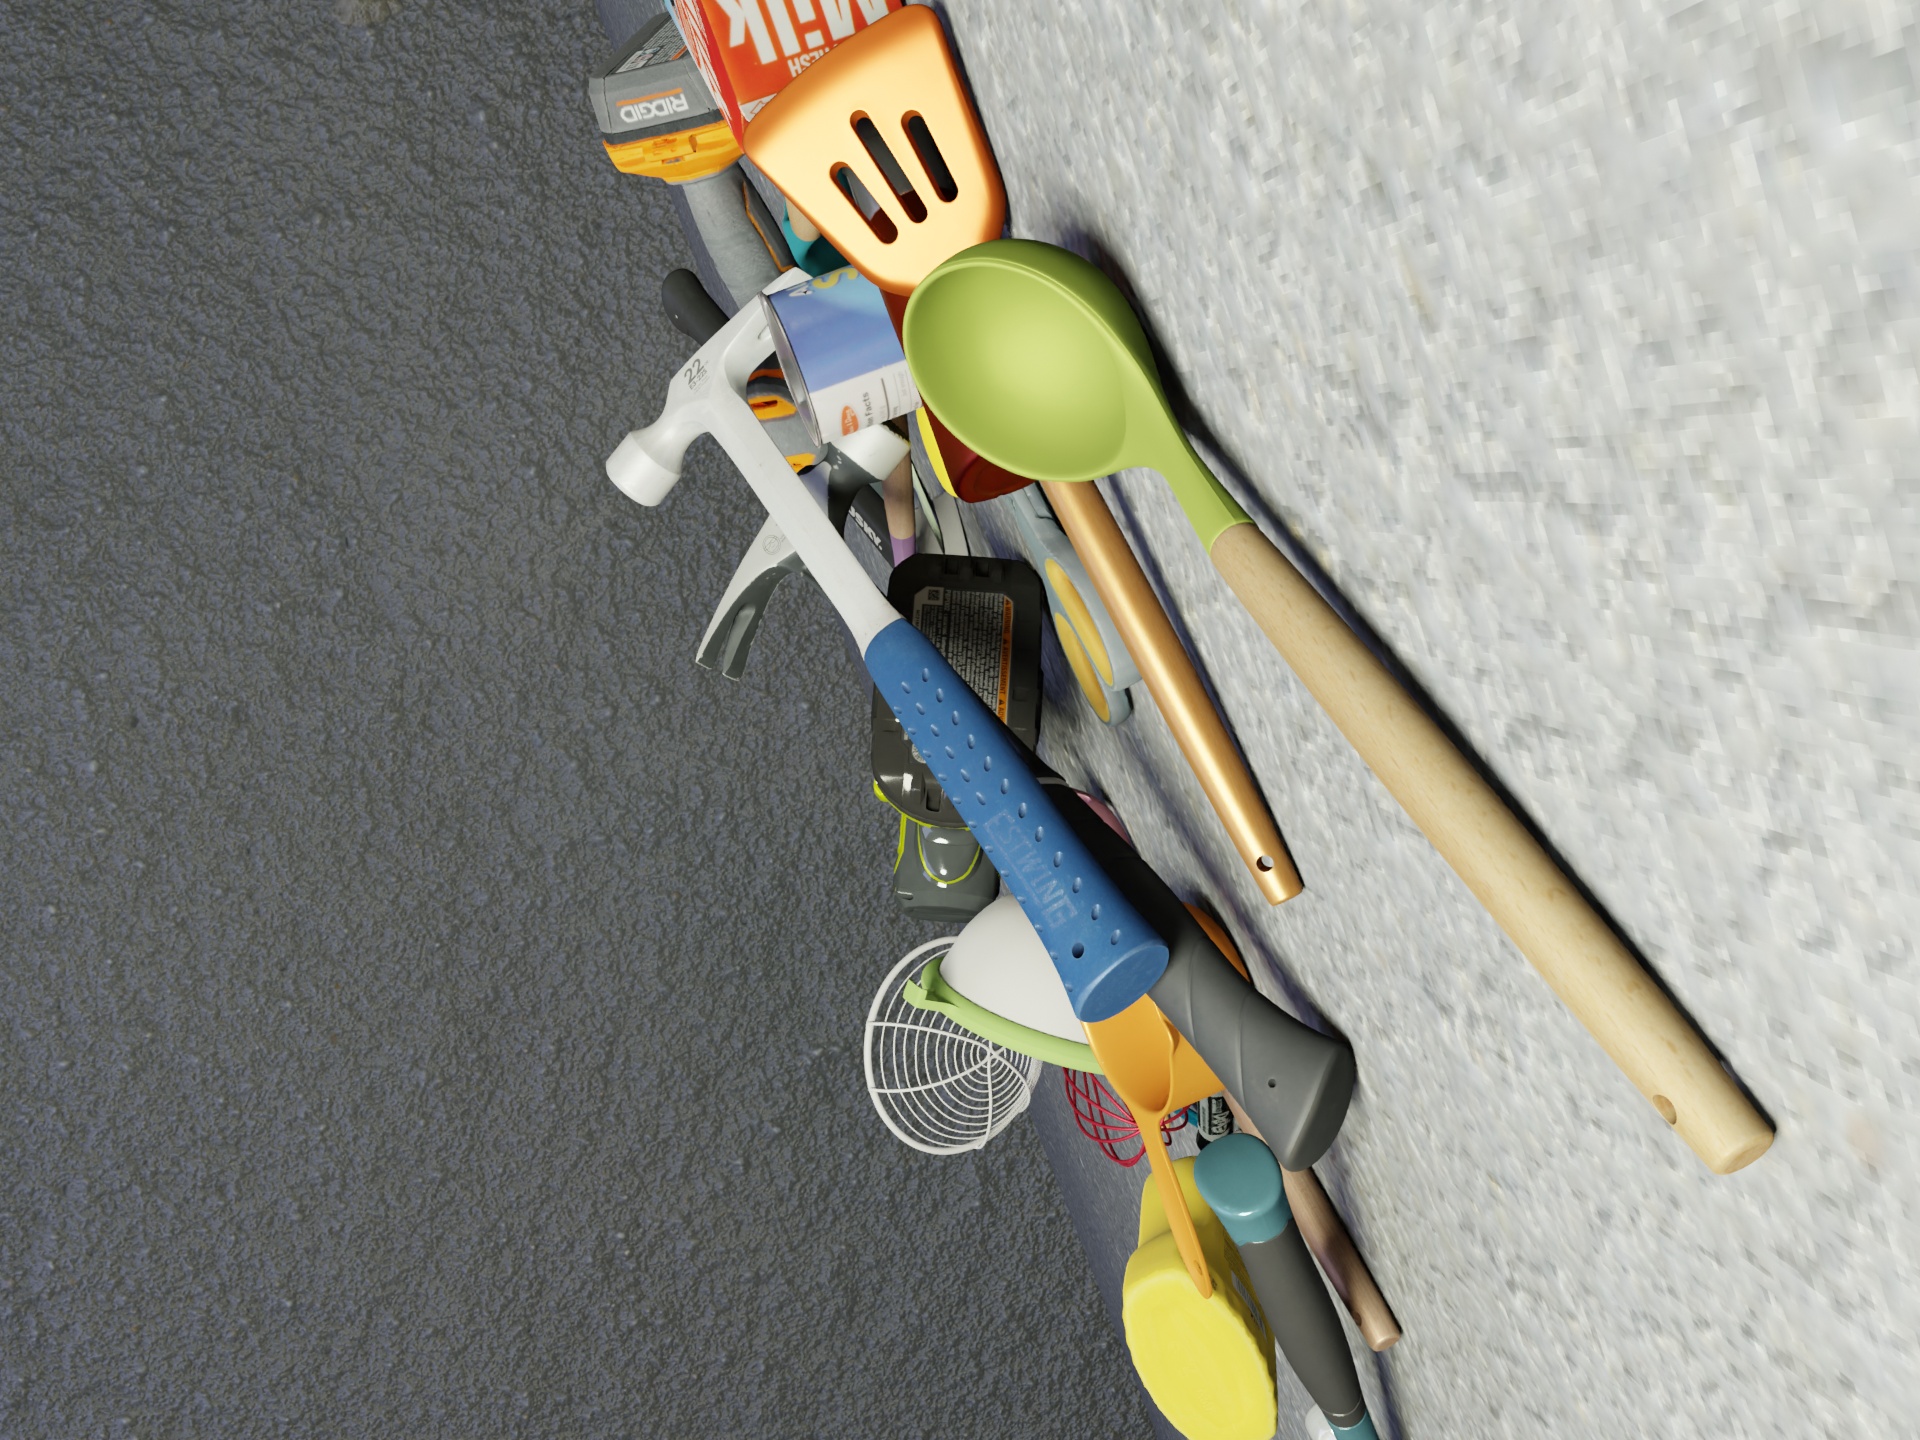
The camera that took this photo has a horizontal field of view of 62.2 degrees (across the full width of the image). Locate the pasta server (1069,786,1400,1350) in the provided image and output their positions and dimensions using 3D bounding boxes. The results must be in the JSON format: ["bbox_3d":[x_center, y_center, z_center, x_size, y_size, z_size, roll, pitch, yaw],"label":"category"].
[{"bbox_3d":[0.109,0.147,0.742,0.060,0.040,0.317,101,151,-43],"label":"pasta server"}]

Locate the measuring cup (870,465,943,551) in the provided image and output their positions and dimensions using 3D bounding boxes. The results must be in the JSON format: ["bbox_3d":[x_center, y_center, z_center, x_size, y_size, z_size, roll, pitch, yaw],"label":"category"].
[{"bbox_3d":[-0.046,-0.152,1.052,0.083,0.038,0.168,77,172,-57],"label":"measuring cup"}]

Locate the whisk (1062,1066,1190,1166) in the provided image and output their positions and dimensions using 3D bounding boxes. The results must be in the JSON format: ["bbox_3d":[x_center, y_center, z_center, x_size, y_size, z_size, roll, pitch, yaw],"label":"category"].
[{"bbox_3d":[0.079,0.192,0.985,0.296,0.073,0.073,-134,23,-75],"label":"whisk"}]

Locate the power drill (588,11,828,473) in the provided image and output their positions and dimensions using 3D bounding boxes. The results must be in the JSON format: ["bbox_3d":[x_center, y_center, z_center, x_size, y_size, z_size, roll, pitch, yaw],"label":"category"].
[{"bbox_3d":[-0.107,-0.267,0.869,0.164,0.084,0.226,-72,-29,-47],"label":"power drill"}]

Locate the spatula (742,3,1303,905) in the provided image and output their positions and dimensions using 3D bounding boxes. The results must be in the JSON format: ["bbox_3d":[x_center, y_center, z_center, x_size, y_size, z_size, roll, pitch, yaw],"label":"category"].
[{"bbox_3d":[0.032,-0.083,0.538,0.323,0.081,0.041,63,-162,6],"label":"spatula"}]

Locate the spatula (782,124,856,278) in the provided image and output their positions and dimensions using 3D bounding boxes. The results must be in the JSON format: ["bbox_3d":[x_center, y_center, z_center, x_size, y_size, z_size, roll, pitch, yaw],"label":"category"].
[{"bbox_3d":[-0.058,-0.230,0.709,0.317,0.044,0.082,-117,9,-79],"label":"spatula"}]

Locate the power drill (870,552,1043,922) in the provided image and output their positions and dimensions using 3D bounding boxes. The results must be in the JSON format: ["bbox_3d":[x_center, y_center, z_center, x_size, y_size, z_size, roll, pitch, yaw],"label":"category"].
[{"bbox_3d":[-0.001,-0.003,0.859,0.228,0.080,0.191,93,-179,-73],"label":"power drill"}]

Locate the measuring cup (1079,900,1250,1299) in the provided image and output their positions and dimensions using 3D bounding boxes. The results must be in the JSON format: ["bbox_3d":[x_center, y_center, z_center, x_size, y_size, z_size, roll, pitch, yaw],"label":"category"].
[{"bbox_3d":[0.101,0.161,0.689,0.095,0.052,0.173,-3,105,70],"label":"measuring cup"}]

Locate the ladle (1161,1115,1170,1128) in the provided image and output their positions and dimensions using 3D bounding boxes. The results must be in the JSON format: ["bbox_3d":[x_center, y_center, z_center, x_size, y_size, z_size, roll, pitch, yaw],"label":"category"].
[{"bbox_3d":[0.076,0.133,1.059,0.069,0.031,0.315,-162,48,-80],"label":"ladle"}]

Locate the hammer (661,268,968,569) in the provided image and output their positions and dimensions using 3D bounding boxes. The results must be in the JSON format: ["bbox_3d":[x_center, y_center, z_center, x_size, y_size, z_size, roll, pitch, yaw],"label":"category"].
[{"bbox_3d":[-0.099,-0.186,1.041,0.335,0.035,0.146,50,161,23],"label":"hammer"}]

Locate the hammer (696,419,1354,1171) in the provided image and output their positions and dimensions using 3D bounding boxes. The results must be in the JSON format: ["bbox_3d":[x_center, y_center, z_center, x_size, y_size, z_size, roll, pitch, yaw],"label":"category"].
[{"bbox_3d":[0.016,0.022,0.665,0.036,0.149,0.409,26,-162,-50],"label":"hammer"}]

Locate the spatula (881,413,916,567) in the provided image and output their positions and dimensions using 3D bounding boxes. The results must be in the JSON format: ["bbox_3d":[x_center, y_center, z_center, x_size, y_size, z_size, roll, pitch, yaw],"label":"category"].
[{"bbox_3d":[-0.033,-0.118,0.857,0.315,0.018,0.060,86,-176,-56],"label":"spatula"}]

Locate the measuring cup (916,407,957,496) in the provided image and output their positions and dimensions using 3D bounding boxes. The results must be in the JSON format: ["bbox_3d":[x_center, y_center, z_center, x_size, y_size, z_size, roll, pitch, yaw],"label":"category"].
[{"bbox_3d":[-0.020,-0.168,0.787,0.062,0.029,0.157,75,170,-52],"label":"measuring cup"}]

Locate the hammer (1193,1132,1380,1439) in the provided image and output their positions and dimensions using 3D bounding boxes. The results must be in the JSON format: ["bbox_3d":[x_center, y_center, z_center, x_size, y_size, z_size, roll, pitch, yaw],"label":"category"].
[{"bbox_3d":[0.154,0.275,0.664,0.330,0.033,0.128,64,177,-37],"label":"hammer"}]

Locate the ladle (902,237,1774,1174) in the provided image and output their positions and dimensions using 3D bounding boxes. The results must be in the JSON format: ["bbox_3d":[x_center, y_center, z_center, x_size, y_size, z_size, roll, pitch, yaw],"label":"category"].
[{"bbox_3d":[0.069,-0.023,0.387,0.078,0.062,0.321,78,166,-48],"label":"ladle"}]

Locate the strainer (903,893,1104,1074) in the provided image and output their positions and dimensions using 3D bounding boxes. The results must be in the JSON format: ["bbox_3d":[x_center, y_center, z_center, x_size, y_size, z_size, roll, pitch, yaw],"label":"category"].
[{"bbox_3d":[0.068,0.126,0.906,0.256,0.151,0.069,-29,-46,-79],"label":"strainer"}]

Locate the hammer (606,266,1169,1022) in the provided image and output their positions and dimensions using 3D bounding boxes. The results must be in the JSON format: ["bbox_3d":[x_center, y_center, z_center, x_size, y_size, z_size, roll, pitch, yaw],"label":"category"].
[{"bbox_3d":[-0.033,-0.045,0.680,0.035,0.144,0.406,24,-155,-50],"label":"hammer"}]

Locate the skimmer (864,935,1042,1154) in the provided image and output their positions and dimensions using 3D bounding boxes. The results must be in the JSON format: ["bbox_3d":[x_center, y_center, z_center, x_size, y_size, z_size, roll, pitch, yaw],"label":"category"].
[{"bbox_3d":[-0.007,0.111,1.051,0.127,0.090,0.364,34,-151,-27],"label":"skimmer"}]

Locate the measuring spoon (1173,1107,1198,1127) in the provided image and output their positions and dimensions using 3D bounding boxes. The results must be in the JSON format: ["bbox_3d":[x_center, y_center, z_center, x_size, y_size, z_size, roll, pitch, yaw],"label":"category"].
[{"bbox_3d":[0.131,0.223,0.957,0.042,0.021,0.129,45,170,-13],"label":"measuring spoon"}]

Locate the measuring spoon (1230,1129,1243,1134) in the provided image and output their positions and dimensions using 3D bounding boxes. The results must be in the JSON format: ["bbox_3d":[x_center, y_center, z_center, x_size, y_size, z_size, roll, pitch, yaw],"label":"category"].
[{"bbox_3d":[0.140,0.210,0.784,0.124,0.018,0.034,78,169,-61],"label":"measuring spoon"}]
